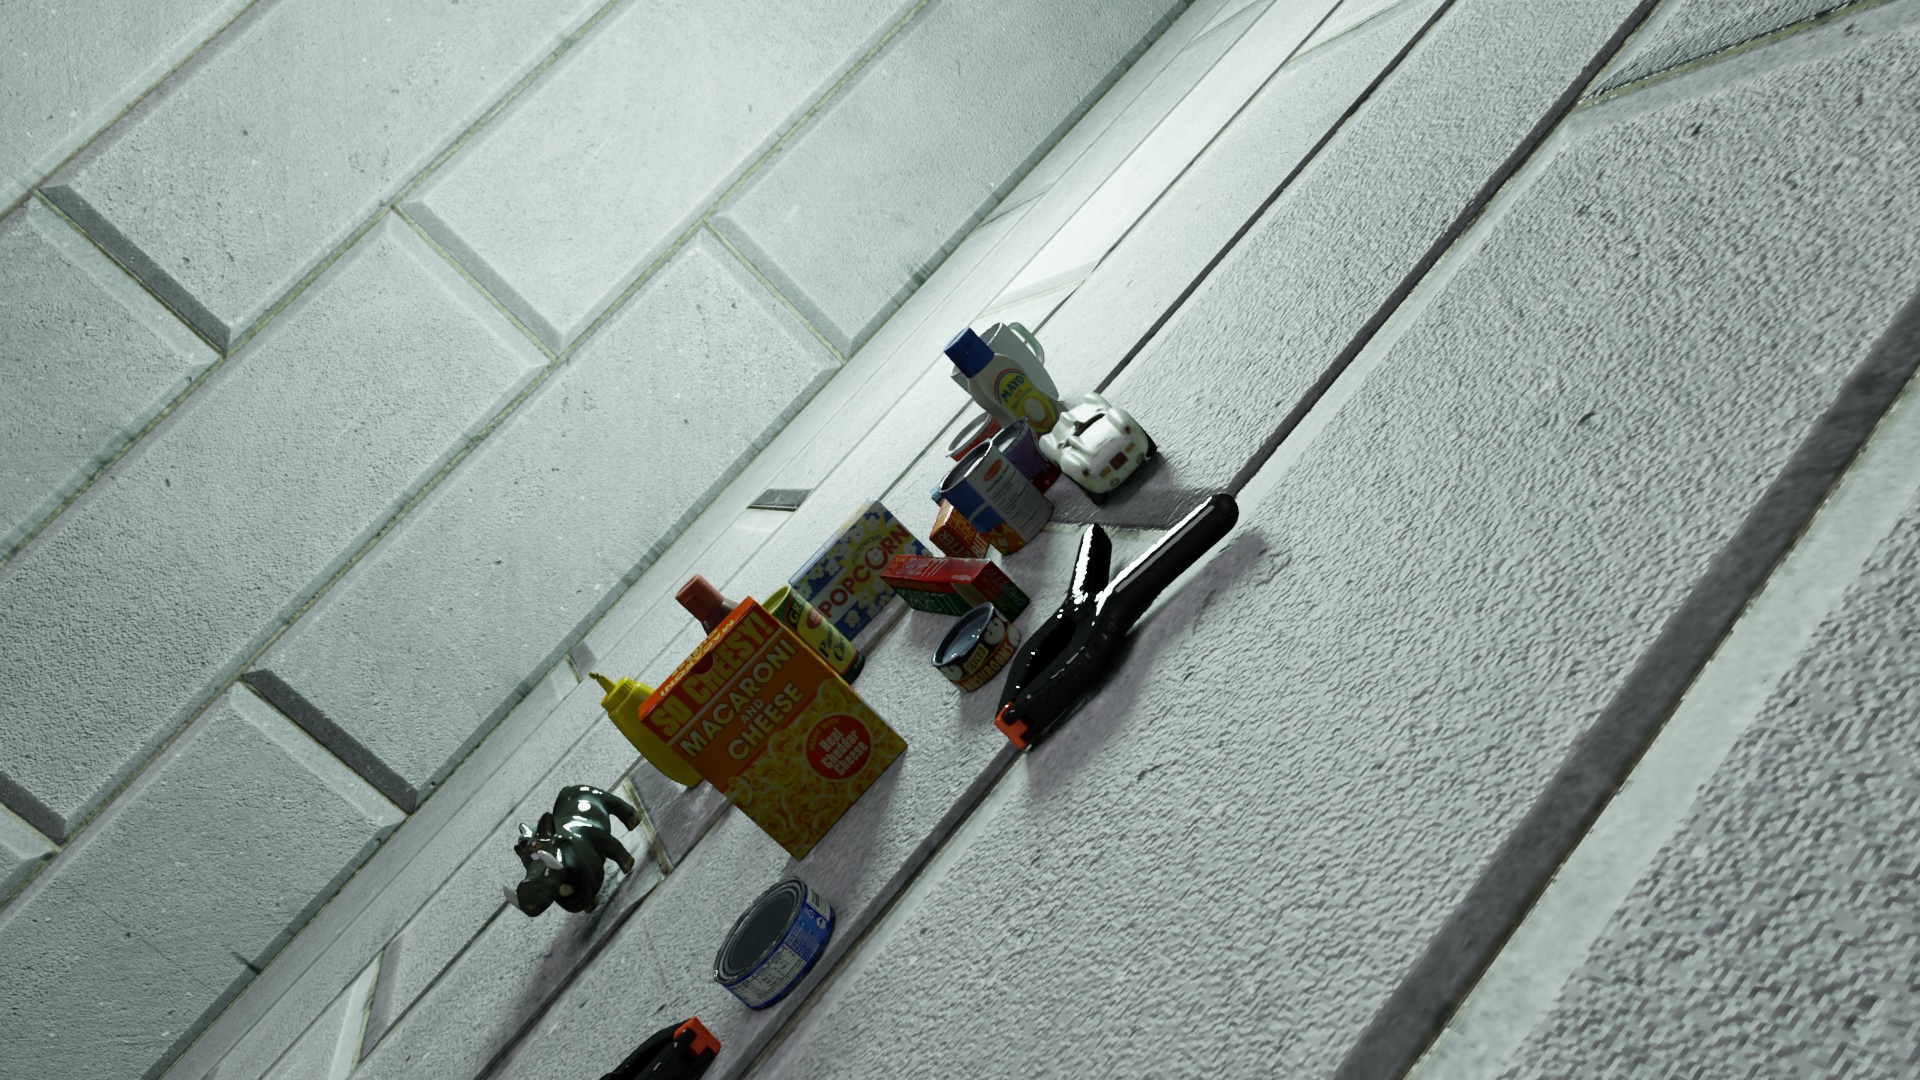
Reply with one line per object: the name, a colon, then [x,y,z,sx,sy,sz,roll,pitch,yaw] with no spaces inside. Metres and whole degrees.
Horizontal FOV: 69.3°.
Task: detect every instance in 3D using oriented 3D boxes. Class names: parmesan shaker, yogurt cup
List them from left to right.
parmesan shaker: [-0.148,0.099,1.317,0.071,0.103,0.071,-41,15,14]
yogurt cup: [0.026,-0.098,1.478,0.072,0.054,0.072,-41,15,14]

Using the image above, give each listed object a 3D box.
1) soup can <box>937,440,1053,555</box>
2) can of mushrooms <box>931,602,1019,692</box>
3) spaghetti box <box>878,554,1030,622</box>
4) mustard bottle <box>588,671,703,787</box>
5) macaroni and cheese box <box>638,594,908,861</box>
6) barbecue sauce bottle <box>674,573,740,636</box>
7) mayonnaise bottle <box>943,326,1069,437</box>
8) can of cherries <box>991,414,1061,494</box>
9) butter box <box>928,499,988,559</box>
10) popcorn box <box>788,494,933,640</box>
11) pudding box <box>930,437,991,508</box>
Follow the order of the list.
soup can: [0.031,-0.037,1.245,0.071,0.083,0.071,-41,15,14]
can of mushrooms: [0.012,0.083,1.070,0.071,0.033,0.071,-41,15,14]
spaghetti box: [-0.011,0.040,1.214,0.029,0.050,0.250,-49,15,-14]
mustard bottle: [-0.320,0.185,1.432,0.065,0.160,0.049,-49,15,-13]
macaroni and cheese box: [-0.142,0.143,1.061,0.124,0.166,0.040,-47,15,-7]
barbecue sauce bottle: [-0.234,0.098,1.461,0.064,0.148,0.044,-40,15,18]
mayonnaise bottle: [0.045,-0.146,1.372,0.065,0.148,0.041,-50,15,-17]
can of cherries: [0.058,-0.075,1.321,0.071,0.058,0.072,-41,15,14]
butter box: [0.005,-0.017,1.318,0.024,0.053,0.104,-37,17,29]
popcorn box: [-0.102,0.028,1.420,0.127,0.085,0.038,-46,15,-5]
pudding box: [0.015,-0.057,1.407,0.083,0.049,0.030,-42,15,9]
